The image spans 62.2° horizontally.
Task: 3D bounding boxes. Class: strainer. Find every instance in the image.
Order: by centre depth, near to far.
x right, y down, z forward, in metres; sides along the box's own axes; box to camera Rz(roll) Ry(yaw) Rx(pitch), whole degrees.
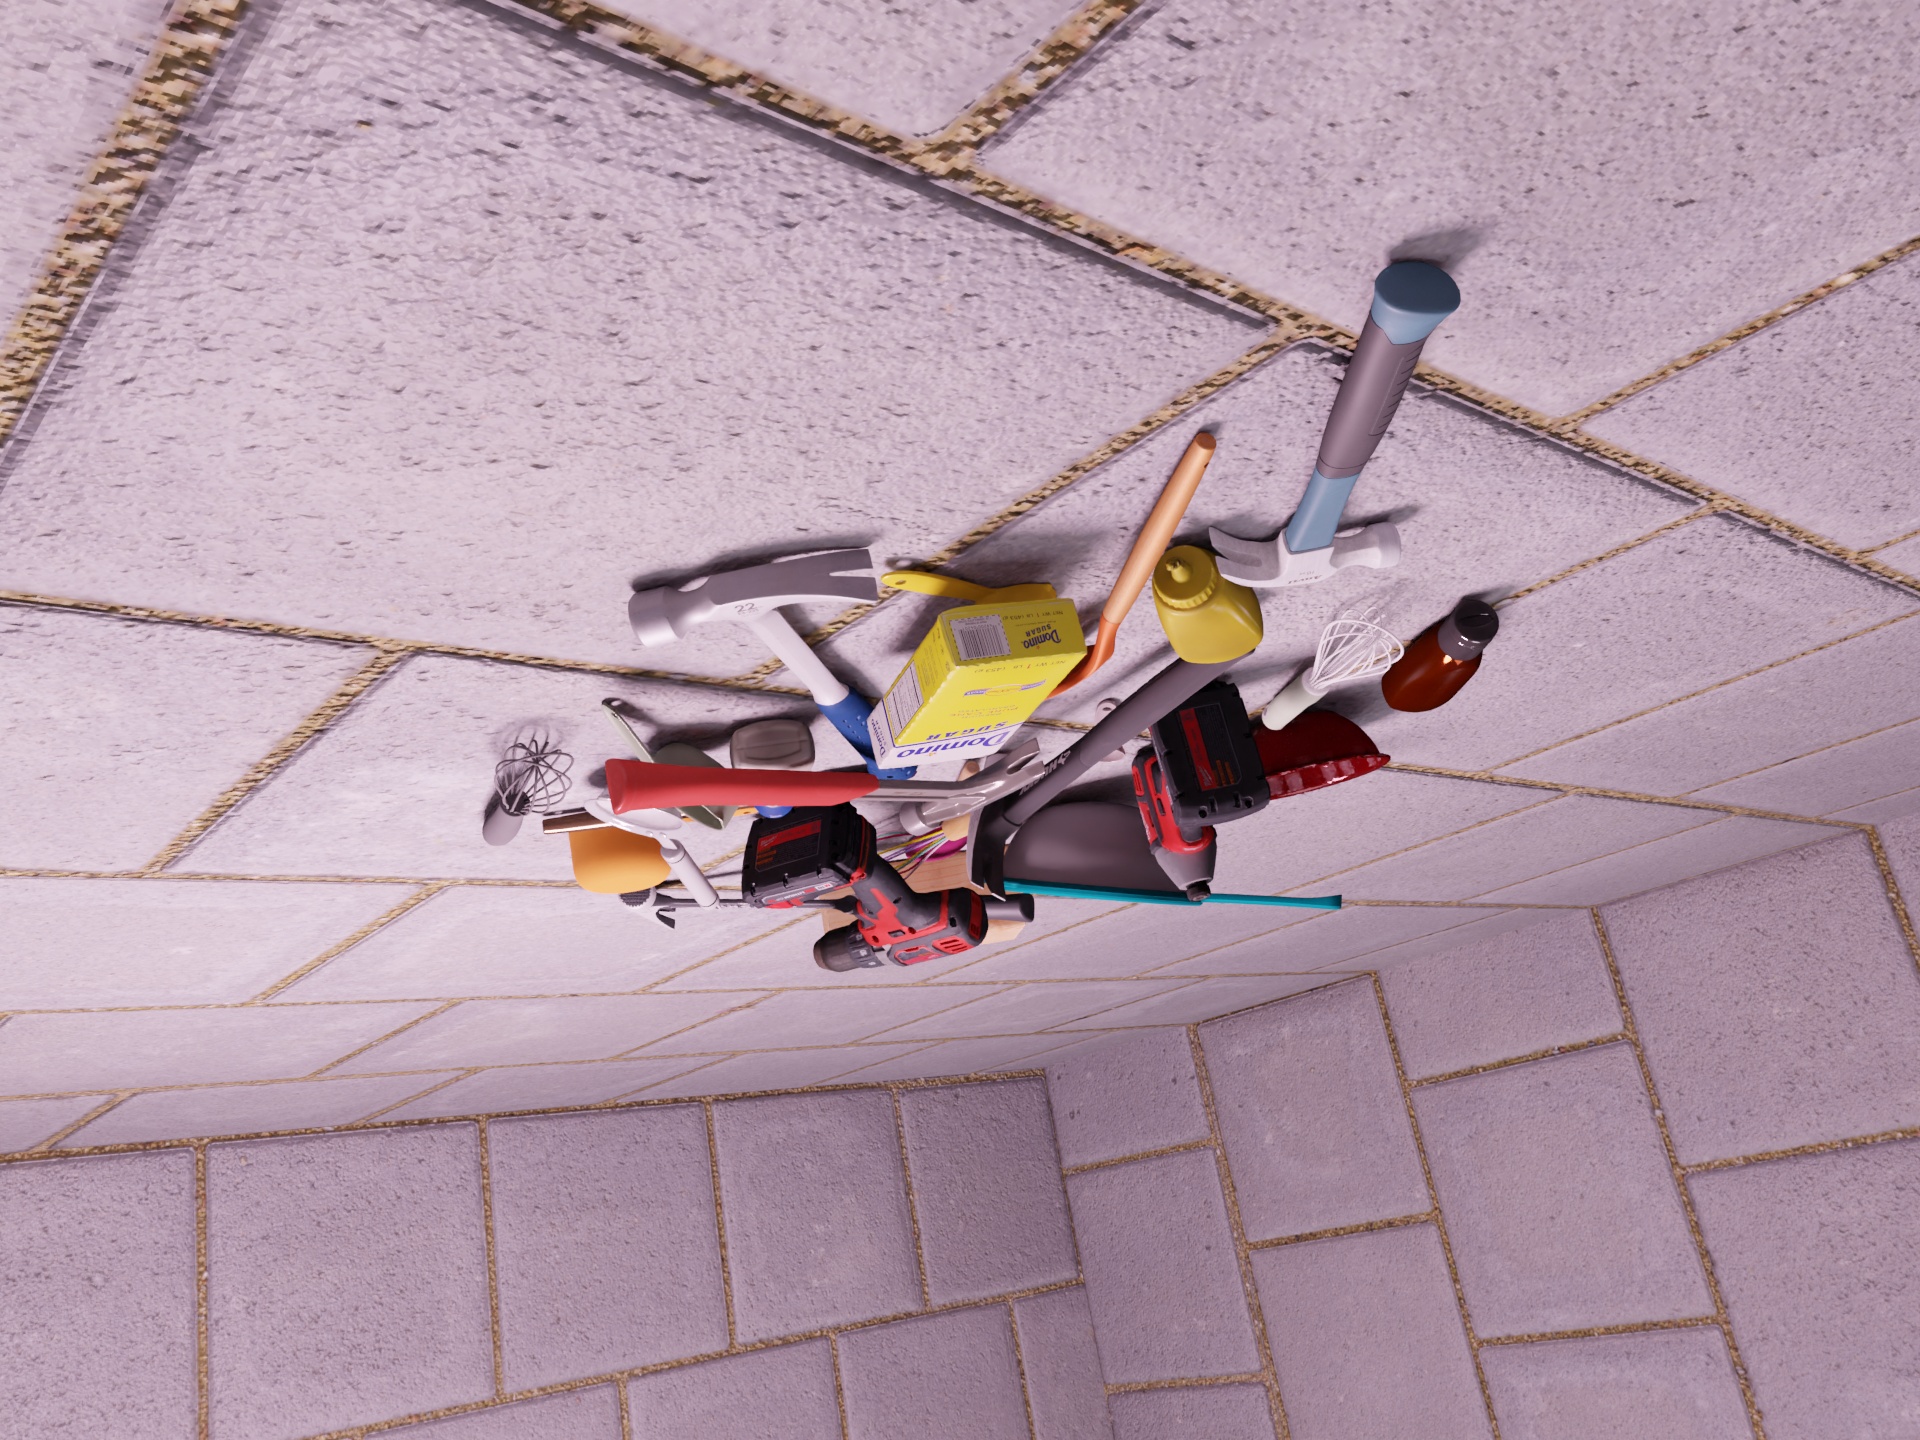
[{"bbox_3d":[-0.242,0.103,1.318,0.087,0.050,0.258,7,151,15],"label":"strainer"},{"bbox_3d":[0.198,0.130,1.548,0.340,0.095,0.211,2,175,14],"label":"strainer"}]

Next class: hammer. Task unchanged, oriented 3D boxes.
[{"bbox_3d":[0.218,-0.152,0.897,0.128,0.033,0.330,-11,162,-2],"label":"hammer"},{"bbox_3d":[-0.087,-0.022,1.108,0.144,0.035,0.405,-13,162,8],"label":"hammer"},{"bbox_3d":[-0.101,0.047,1.179,0.358,0.037,0.149,4,154,-46],"label":"hammer"},{"bbox_3d":[0.108,0.020,1.239,0.035,0.146,0.334,30,136,-20],"label":"hammer"},{"bbox_3d":[-0.129,0.187,1.602,0.409,0.036,0.149,1,164,-1],"label":"hammer"}]

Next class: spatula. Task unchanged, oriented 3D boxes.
[{"bbox_3d":[0.097,-0.086,1.016,0.081,0.041,0.322,-41,168,-27],"label":"spatula"},{"bbox_3d":[-0.193,0.068,1.348,0.316,0.018,0.059,-8,170,-11],"label":"spatula"}]

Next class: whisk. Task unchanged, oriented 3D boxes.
[{"bbox_3d":[-0.337,0.062,1.213,0.055,0.055,0.239,-2,164,-25],"label":"whisk"},{"bbox_3d":[0.289,-0.034,1.272,0.059,0.058,0.246,26,163,0],"label":"whisk"},{"bbox_3d":[-0.020,0.107,1.472,0.047,0.051,0.245,37,138,-25],"label":"whisk"}]

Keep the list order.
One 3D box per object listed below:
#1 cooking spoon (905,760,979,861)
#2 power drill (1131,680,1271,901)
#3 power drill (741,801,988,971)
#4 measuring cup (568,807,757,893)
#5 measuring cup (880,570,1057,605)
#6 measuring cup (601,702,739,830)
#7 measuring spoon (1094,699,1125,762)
[{"bbox_3d":[-0.009,0.094,1.524,0.068,0.017,0.318,-9,162,-10],"label":"cooking spoon"},{"bbox_3d":[0.197,0.065,1.361,0.078,0.143,0.219,-11,160,-5],"label":"power drill"},{"bbox_3d":[-0.106,0.168,1.473,0.188,0.080,0.226,-18,141,29],"label":"power drill"},{"bbox_3d":[-0.254,0.112,1.385,0.173,0.052,0.095,-10,162,5],"label":"measuring cup"},{"bbox_3d":[0.006,-0.071,1.020,0.062,0.029,0.156,-25,160,37],"label":"measuring cup"},{"bbox_3d":[-0.214,0.023,1.169,0.083,0.038,0.167,21,156,31],"label":"measuring cup"},{"bbox_3d":[0.124,0.005,1.350,0.034,0.018,0.124,2,156,5],"label":"measuring spoon"}]
